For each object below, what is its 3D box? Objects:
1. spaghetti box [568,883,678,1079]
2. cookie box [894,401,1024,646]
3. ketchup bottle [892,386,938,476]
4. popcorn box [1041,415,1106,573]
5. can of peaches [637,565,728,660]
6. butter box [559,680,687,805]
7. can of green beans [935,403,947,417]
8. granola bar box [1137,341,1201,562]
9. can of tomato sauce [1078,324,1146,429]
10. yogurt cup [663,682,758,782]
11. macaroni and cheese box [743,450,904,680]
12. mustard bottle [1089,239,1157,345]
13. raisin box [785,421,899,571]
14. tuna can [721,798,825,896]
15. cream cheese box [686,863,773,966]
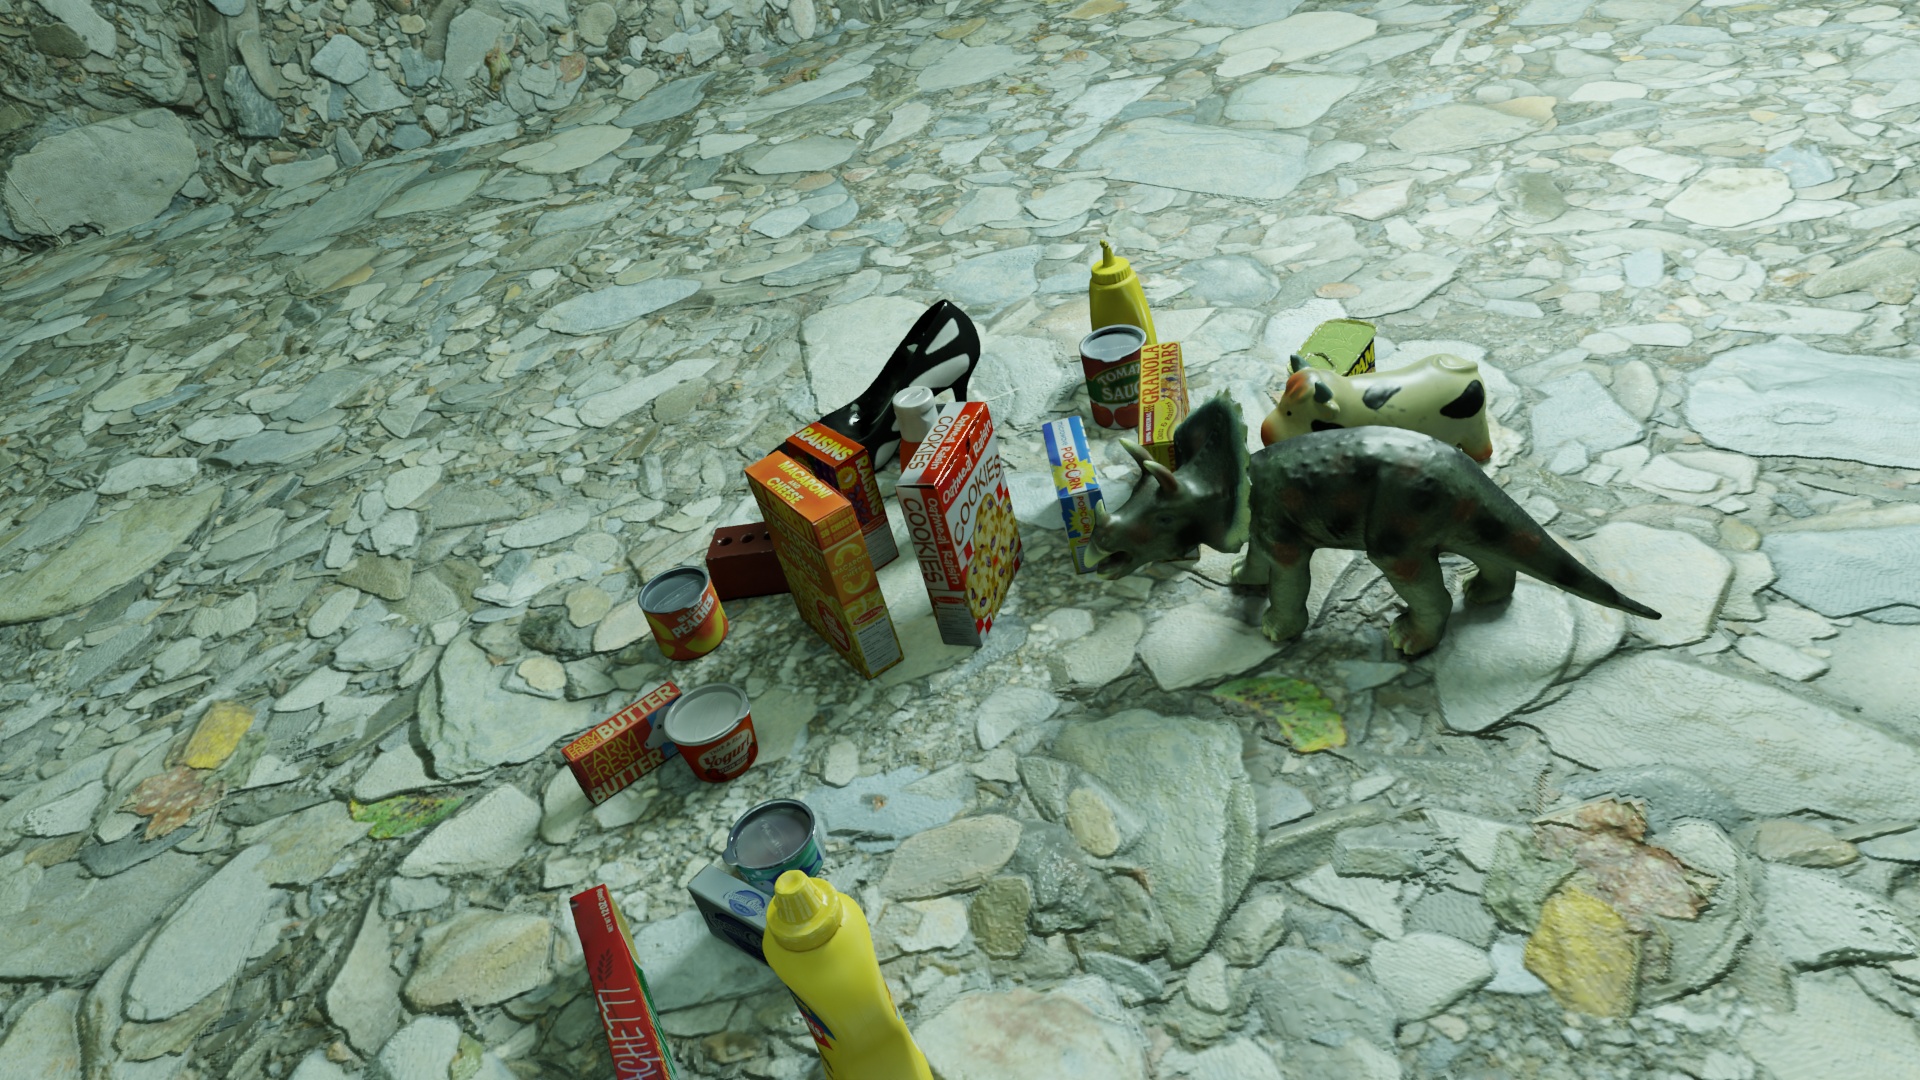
[{"bbox_3d":[-0.204,0.319,0.880,0.029,0.050,0.251,-25,36,-13],"label":"spaghetti box"},{"bbox_3d":[0.004,-0.015,1.160,0.040,0.166,0.123,2,38,23],"label":"cookie box"},{"bbox_3d":[-0.027,-0.069,1.263,0.065,0.148,0.043,-37,40,-28],"label":"ketchup bottle"},{"bbox_3d":[0.105,-0.042,1.232,0.038,0.084,0.127,-13,35,4],"label":"popcorn box"},{"bbox_3d":[-0.245,0.066,1.239,0.071,0.057,0.071,-10,35,7],"label":"can of peaches"},{"bbox_3d":[-0.263,0.163,1.116,0.104,0.053,0.024,-33,38,-23],"label":"butter box"},{"bbox_3d":[-0.021,-0.094,1.374,0.071,0.057,0.071,-10,35,7],"label":"can of green beans"},{"bbox_3d":[0.183,-0.080,1.220,0.039,0.123,0.166,-7,36,13],"label":"granola bar box"},{"bbox_3d":[0.157,-0.161,1.377,0.071,0.082,0.071,-10,35,7],"label":"can of tomato sauce"},{"bbox_3d":[-0.194,0.154,1.101,0.072,0.053,0.073,-10,35,7],"label":"yogurt cup"},{"bbox_3d":[-0.113,0.019,1.158,0.040,0.165,0.124,-31,38,-21],"label":"macaroni and cheese box"},{"bbox_3d":[0.161,-0.236,1.413,0.065,0.159,0.049,-6,36,13],"label":"mustard bottle"},{"bbox_3d":[-0.108,-0.039,1.275,0.040,0.122,0.086,-33,39,-23],"label":"raisin box"},{"bbox_3d":[-0.134,0.223,1.002,0.071,0.032,0.071,-10,35,7],"label":"tuna can"},{"bbox_3d":[-0.135,0.259,0.934,0.104,0.053,0.024,15,45,36],"label":"cream cheese box"}]
